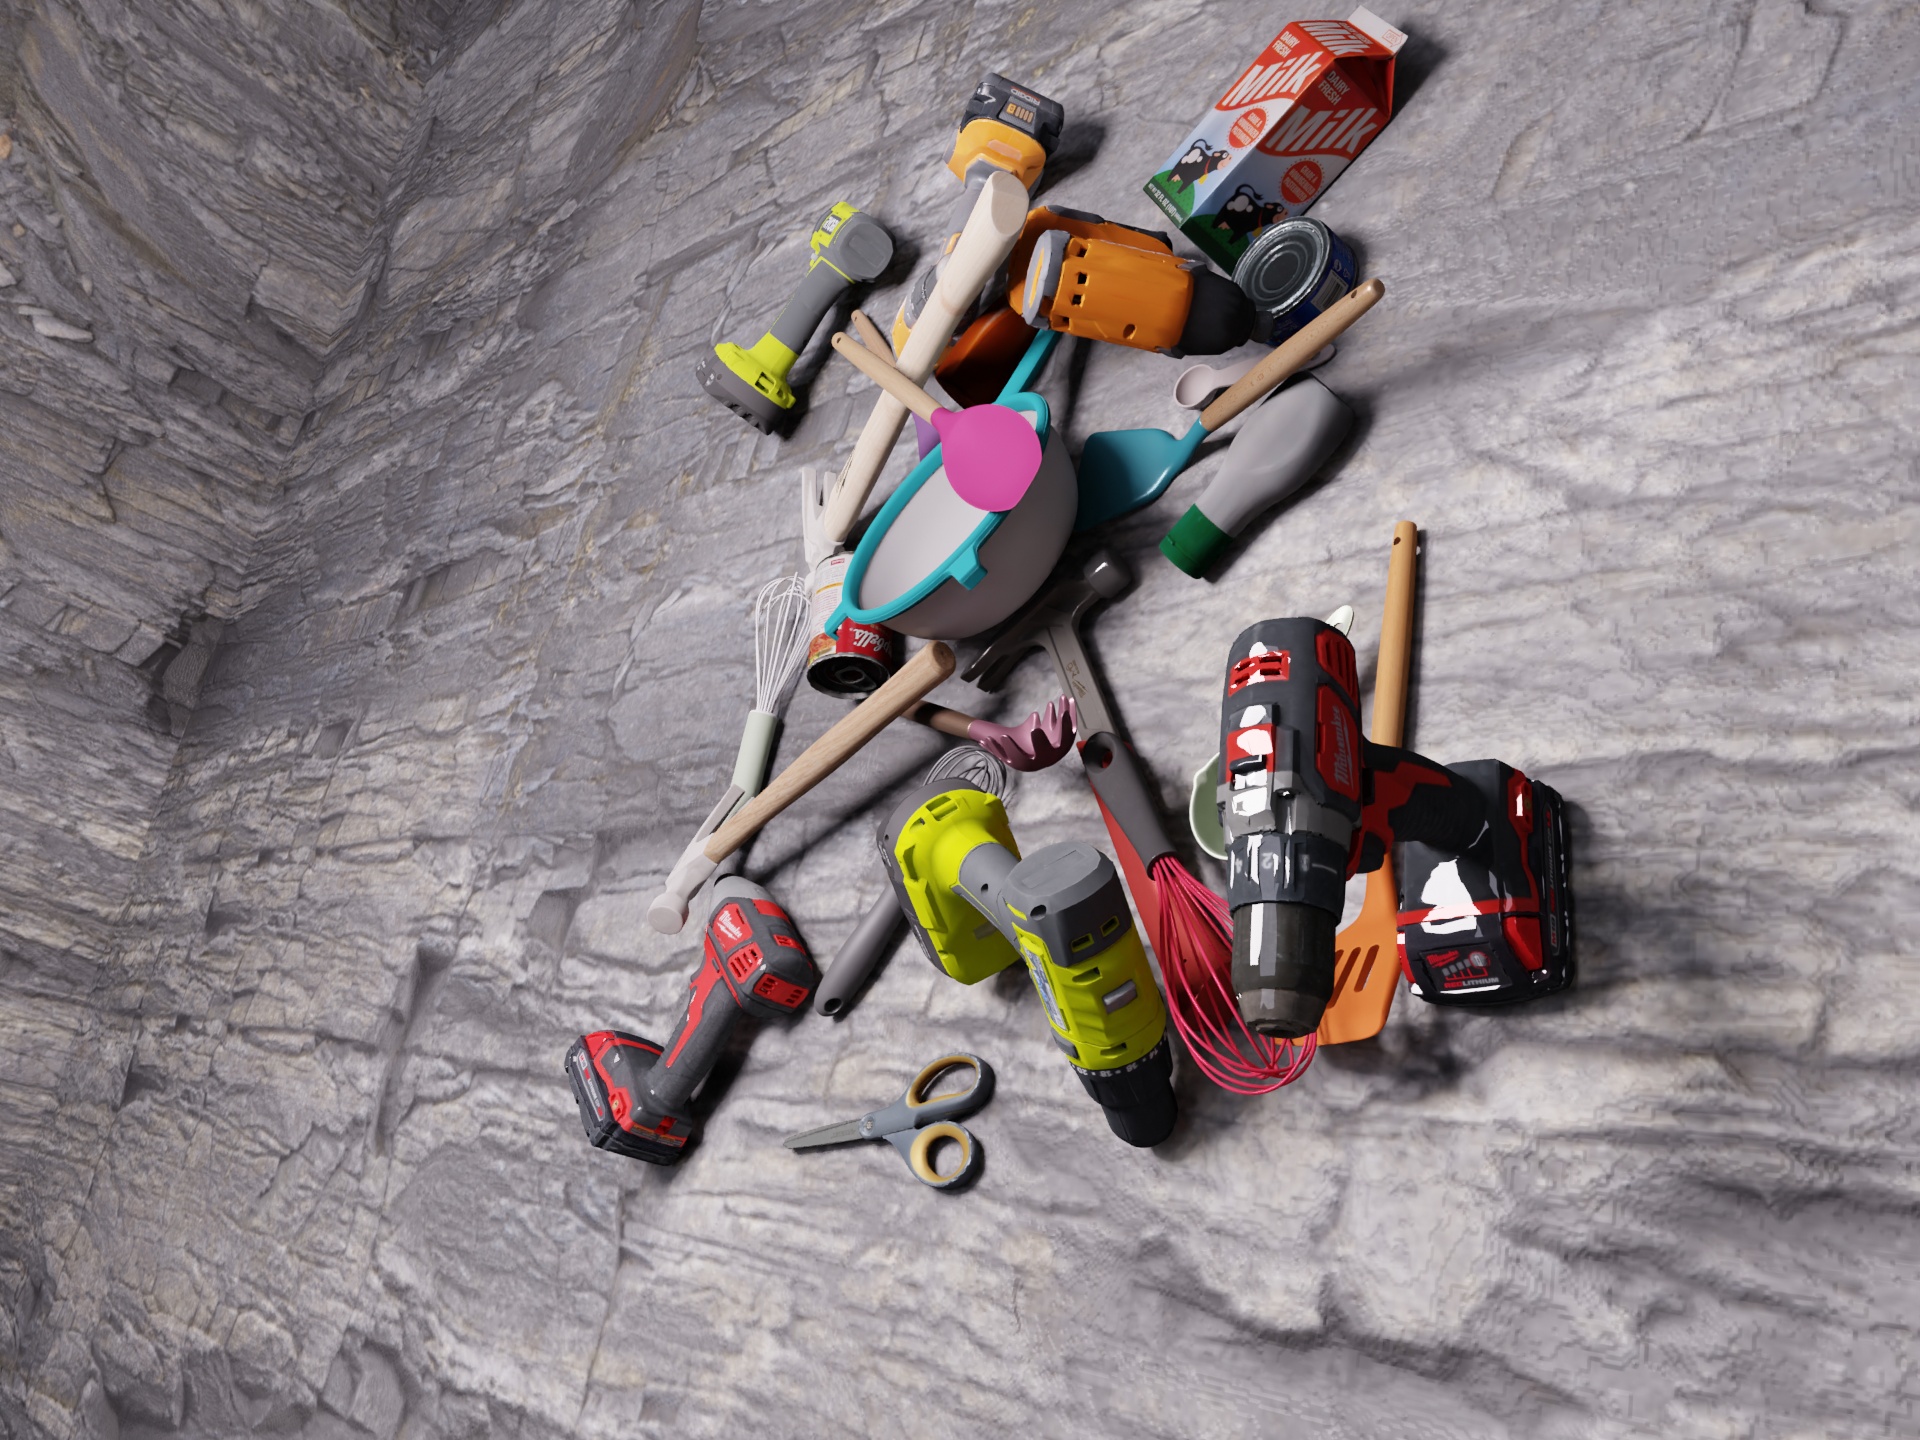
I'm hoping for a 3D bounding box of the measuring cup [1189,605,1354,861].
[{"bbox_3d":[0.198,0.012,0.941,0.083,0.038,0.167,28,89,52],"label":"measuring cup"}]

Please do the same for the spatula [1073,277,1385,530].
[{"bbox_3d":[0.169,-0.211,1.051,0.317,0.044,0.082,147,137,-62],"label":"spatula"}]

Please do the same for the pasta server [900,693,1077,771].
[{"bbox_3d":[-0.002,-0.004,1.126,0.060,0.040,0.316,-29,18,-18],"label":"pasta server"}]

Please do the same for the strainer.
[{"bbox_3d":[0.042,-0.181,1.197,0.211,0.095,0.340,-16,40,53],"label":"strainer"}]

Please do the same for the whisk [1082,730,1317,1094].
[{"bbox_3d":[0.122,0.096,0.904,0.073,0.073,0.296,-48,34,18],"label":"whisk"}]

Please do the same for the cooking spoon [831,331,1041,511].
[{"bbox_3d":[-0.026,-0.228,1.148,0.068,0.017,0.319,-58,39,13],"label":"cooking spoon"}]

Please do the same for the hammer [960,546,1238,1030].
[{"bbox_3d":[0.096,0.048,1.035,0.149,0.036,0.360,-42,43,25],"label":"hammer"}]

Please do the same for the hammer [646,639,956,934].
[{"bbox_3d":[-0.120,0.041,1.215,0.331,0.031,0.130,-39,18,32],"label":"hammer"}]

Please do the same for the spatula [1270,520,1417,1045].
[{"bbox_3d":[0.231,0.027,0.890,0.081,0.041,0.323,-21,52,54],"label":"spatula"}]

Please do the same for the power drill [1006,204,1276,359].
[{"bbox_3d":[0.117,-0.297,1.099,0.227,0.164,0.084,-102,24,-69],"label":"power drill"}]

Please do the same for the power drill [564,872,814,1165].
[{"bbox_3d":[-0.211,0.228,1.250,0.219,0.078,0.143,-51,40,11],"label":"power drill"}]

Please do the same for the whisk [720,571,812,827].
[{"bbox_3d":[-0.168,-0.012,1.366,0.059,0.058,0.246,128,156,-76],"label":"whisk"}]

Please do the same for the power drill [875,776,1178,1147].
[{"bbox_3d":[0.045,0.139,0.955,0.080,0.190,0.229,-28,26,-17],"label":"power drill"}]

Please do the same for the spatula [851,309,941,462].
[{"bbox_3d":[-0.048,-0.288,1.404,0.059,0.018,0.316,-57,37,26],"label":"spatula"}]

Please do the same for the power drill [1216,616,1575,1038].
[{"bbox_3d":[0.200,0.074,0.748,0.080,0.226,0.188,-17,57,43],"label":"power drill"}]

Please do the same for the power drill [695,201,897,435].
[{"bbox_3d":[-0.158,-0.397,1.541,0.223,0.080,0.171,-52,26,9],"label":"power drill"}]

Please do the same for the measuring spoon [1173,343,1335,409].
[{"bbox_3d":[0.204,-0.238,1.099,0.124,0.018,0.034,-7,64,39],"label":"measuring spoon"}]

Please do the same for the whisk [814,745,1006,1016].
[{"bbox_3d":[-0.042,0.118,1.143,0.239,0.055,0.055,-58,38,13],"label":"whisk"}]

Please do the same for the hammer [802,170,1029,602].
[{"bbox_3d":[-0.047,-0.267,1.258,0.410,0.038,0.146,126,146,-48],"label":"hammer"}]

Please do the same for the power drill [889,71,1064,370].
[{"bbox_3d":[0.011,-0.413,1.315,0.185,0.084,0.226,164,127,-78],"label":"power drill"}]
